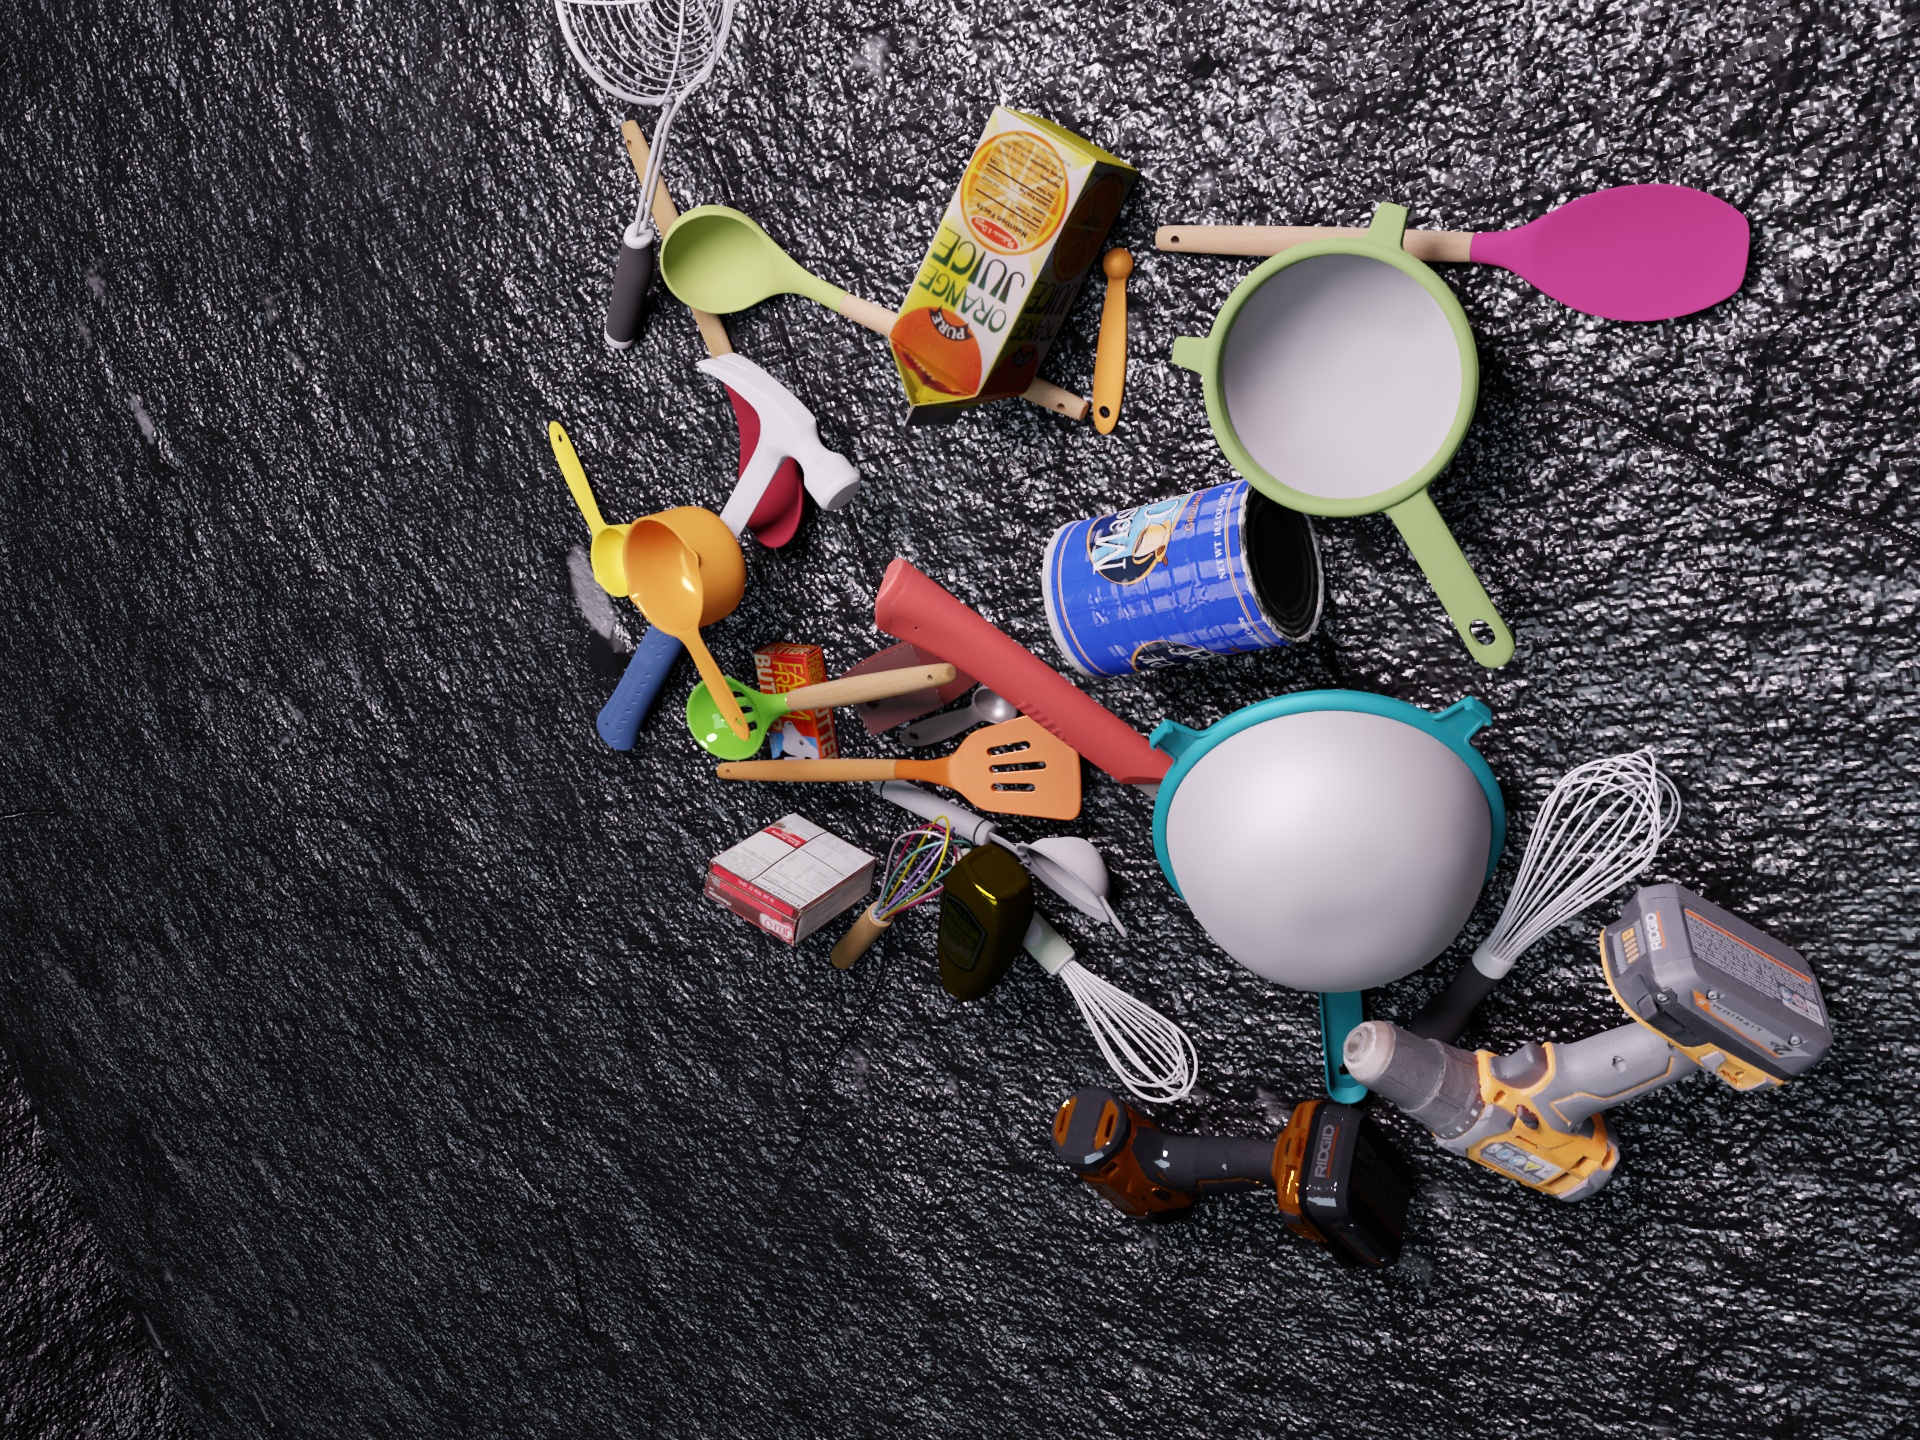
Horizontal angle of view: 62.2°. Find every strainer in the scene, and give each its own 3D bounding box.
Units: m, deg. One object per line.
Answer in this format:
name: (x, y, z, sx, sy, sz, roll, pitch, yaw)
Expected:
strainer: (0.231, 0.143, 0.979, 0.211, 0.095, 0.340, -4, 125, 13)
strainer: (0.244, -0.149, 0.889, 0.151, 0.069, 0.256, -29, 95, 35)
strainer: (0.026, 0.085, 1.171, 0.259, 0.050, 0.086, 24, 160, 30)

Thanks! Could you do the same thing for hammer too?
hammer: (-0.205, -0.106, 1.215, 0.144, 0.035, 0.405, 52, 136, 11)
hammer: (0.100, 0.011, 0.989, 0.358, 0.037, 0.149, 36, 131, -18)

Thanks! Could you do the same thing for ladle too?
ladle: (-0.179, -0.277, 1.148, 0.069, 0.031, 0.315, -13, 102, 43)
ladle: (-0.061, -0.262, 1.056, 0.320, 0.062, 0.078, 28, 138, 18)

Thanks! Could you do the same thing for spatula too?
spatula: (-0.058, 0.036, 1.185, 0.323, 0.041, 0.081, -1, 100, 37)

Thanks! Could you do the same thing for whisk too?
whisk: (-0.052, 0.138, 1.231, 0.245, 0.051, 0.047, -52, 56, 52)
whisk: (0.341, 0.123, 0.966, 0.070, 0.070, 0.284, 36, 133, 15)
whisk: (0.081, 0.186, 1.177, 0.246, 0.059, 0.058, 45, 103, 14)

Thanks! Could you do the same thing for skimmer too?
skimmer: (-0.222, -0.379, 1.044, 0.090, 0.127, 0.363, 46, 151, 3)

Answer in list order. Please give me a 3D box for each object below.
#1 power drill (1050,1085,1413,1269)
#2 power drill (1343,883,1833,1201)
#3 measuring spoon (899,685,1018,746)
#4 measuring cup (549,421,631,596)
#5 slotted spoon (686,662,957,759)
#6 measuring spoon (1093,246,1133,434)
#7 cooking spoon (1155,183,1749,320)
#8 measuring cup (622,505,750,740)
power drill: (0.196, 0.325, 1.127, 0.226, 0.084, 0.164, -4, 142, 36)
power drill: (0.356, 0.189, 0.933, 0.185, 0.084, 0.226, 28, 131, -13)
measuring spoon: (-0.002, -0.004, 1.167, 0.124, 0.018, 0.034, -21, 116, 46)
measuring cup: (-0.289, -0.173, 1.280, 0.062, 0.029, 0.156, -33, 79, 41)
slotted spoon: (-0.106, -0.015, 1.161, 0.314, 0.031, 0.070, -9, 106, 50)
measuring spoon: (0.093, -0.234, 0.989, 0.021, 0.011, 0.116, 18, 121, 27)
cooking spoon: (0.253, -0.258, 0.863, 0.319, 0.017, 0.068, 12, 124, 30)
measuring cup: (-0.176, -0.072, 1.140, 0.095, 0.052, 0.173, -21, 97, 47)
